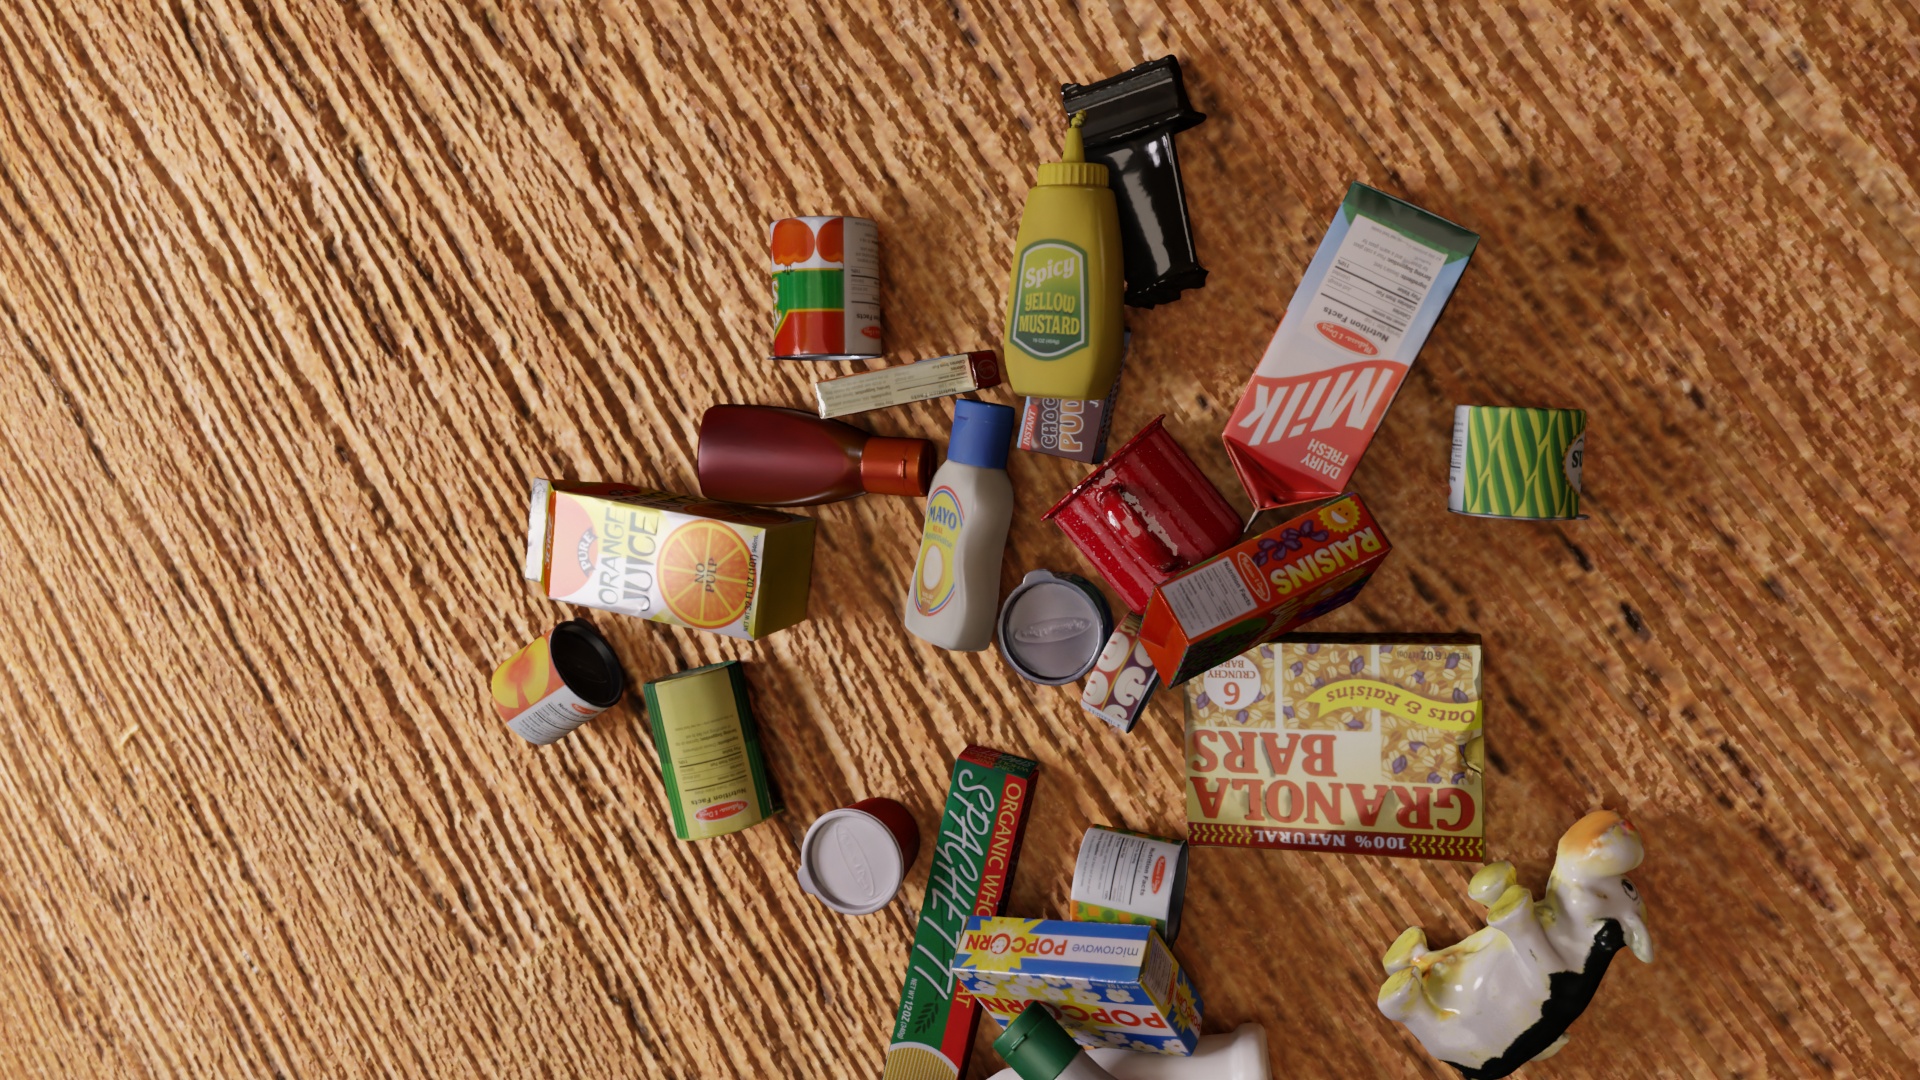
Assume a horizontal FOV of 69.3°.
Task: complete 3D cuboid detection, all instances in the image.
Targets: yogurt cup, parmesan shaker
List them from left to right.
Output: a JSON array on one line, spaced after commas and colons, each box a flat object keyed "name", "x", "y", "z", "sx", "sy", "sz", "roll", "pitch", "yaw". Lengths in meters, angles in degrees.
[{"name": "parmesan shaker", "x": -0.161, "y": 0.135, "z": 0.905, "sx": 0.071, "sy": 0.071, "sz": 0.103, "roll": -12, "pitch": 91, "yaw": 19}, {"name": "yogurt cup", "x": -0.060, "y": 0.197, "z": 0.883, "sx": 0.072, "sy": 0.054, "sz": 0.072, "roll": 2, "pitch": 96, "yaw": 18}]

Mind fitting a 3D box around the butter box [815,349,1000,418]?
[{"name": "butter box", "x": -0.032, "y": -0.095, "z": 0.846, "sx": 0.103, "sy": 0.053, "sz": 0.024, "roll": -9, "pitch": 96, "yaw": 19}]

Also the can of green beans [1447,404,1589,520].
[{"name": "can of green beans", "x": 0.296, "y": -0.042, "z": 0.739, "sx": 0.071, "sy": 0.071, "sz": 0.057, "roll": 4, "pitch": 97, "yaw": 17}]

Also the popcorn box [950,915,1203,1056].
[{"name": "popcorn box", "x": 0.070, "y": 0.262, "z": 0.821, "sx": 0.126, "sy": 0.038, "sz": 0.085, "roll": -6, "pitch": 133, "yaw": 32}]

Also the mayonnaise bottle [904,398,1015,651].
[{"name": "mayonnaise bottle", "x": 0.003, "y": -0.011, "z": 0.842, "sx": 0.065, "sy": 0.041, "sz": 0.147, "roll": 20, "pitch": 103, "yaw": 54}]

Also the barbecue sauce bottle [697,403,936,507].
[{"name": "barbecue sauce bottle", "x": -0.091, "y": -0.051, "z": 0.874, "sx": 0.148, "sy": 0.044, "sz": 0.064, "roll": 5, "pitch": 97, "yaw": 17}]

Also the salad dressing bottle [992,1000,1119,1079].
[{"name": "salad dressing bottle", "x": 0.082, "y": 0.326, "z": 0.780, "sx": 0.148, "sy": 0.044, "sz": 0.064, "roll": 44, "pitch": 96, "yaw": 14}]

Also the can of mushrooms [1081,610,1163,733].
[{"name": "can of mushrooms", "x": 0.101, "y": 0.074, "z": 0.813, "sx": 0.033, "sy": 0.071, "sz": 0.071, "roll": 28, "pitch": 103, "yaw": 14}]

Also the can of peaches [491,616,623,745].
[{"name": "can of peaches", "x": -0.272, "y": 0.094, "z": 0.936, "sx": 0.058, "sy": 0.071, "sz": 0.071, "roll": -33, "pitch": 85, "yaw": 19}]

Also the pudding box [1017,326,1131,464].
[{"name": "pudding box", "x": 0.067, "y": -0.091, "z": 0.827, "sx": 0.050, "sy": 0.030, "sz": 0.083, "roll": 15, "pitch": 100, "yaw": 17}]

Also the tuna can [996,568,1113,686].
[{"name": "tuna can", "x": 0.057, "y": 0.050, "z": 0.842, "sx": 0.071, "sy": 0.033, "sz": 0.071, "roll": 2, "pitch": 96, "yaw": 17}]

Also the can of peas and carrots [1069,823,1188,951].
[{"name": "can of peas and carrots", "x": 0.102, "y": 0.208, "z": 0.828, "sx": 0.059, "sy": 0.071, "sz": 0.071, "roll": 8, "pitch": 98, "yaw": 17}]

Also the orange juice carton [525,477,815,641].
[{"name": "orange juice carton", "x": -0.198, "y": 0.008, "z": 0.899, "sx": 0.193, "sy": 0.073, "sz": 0.071, "roll": 10, "pitch": 99, "yaw": 17}]

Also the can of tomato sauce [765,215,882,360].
[{"name": "can of tomato sauce", "x": -0.084, "y": -0.153, "z": 0.850, "sx": 0.071, "sy": 0.071, "sz": 0.083, "roll": 0, "pitch": 95, "yaw": 18}]

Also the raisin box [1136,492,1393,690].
[{"name": "raisin box", "x": 0.162, "y": 0.028, "z": 0.751, "sx": 0.123, "sy": 0.085, "sz": 0.040, "roll": -24, "pitch": 69, "yaw": -9}]

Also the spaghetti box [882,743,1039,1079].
[{"name": "spaghetti box", "x": -0.002, "y": 0.254, "z": 0.884, "sx": 0.050, "sy": 0.029, "sz": 0.249, "roll": 15, "pitch": 100, "yaw": 15}]

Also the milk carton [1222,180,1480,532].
[{"name": "milk carton", "x": 0.203, "y": -0.091, "z": 0.761, "sx": 0.073, "sy": 0.072, "sz": 0.190, "roll": 29, "pitch": 102, "yaw": 13}]

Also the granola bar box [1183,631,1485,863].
[{"name": "granola bar box", "x": 0.212, "y": 0.115, "z": 0.796, "sx": 0.165, "sy": 0.039, "sz": 0.124, "roll": -1, "pitch": 96, "yaw": 18}]

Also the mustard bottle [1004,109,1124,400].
[{"name": "mustard bottle", "x": 0.060, "y": -0.159, "z": 0.777, "sx": 0.065, "sy": 0.049, "sz": 0.160, "roll": 5, "pitch": 99, "yaw": 26}]
